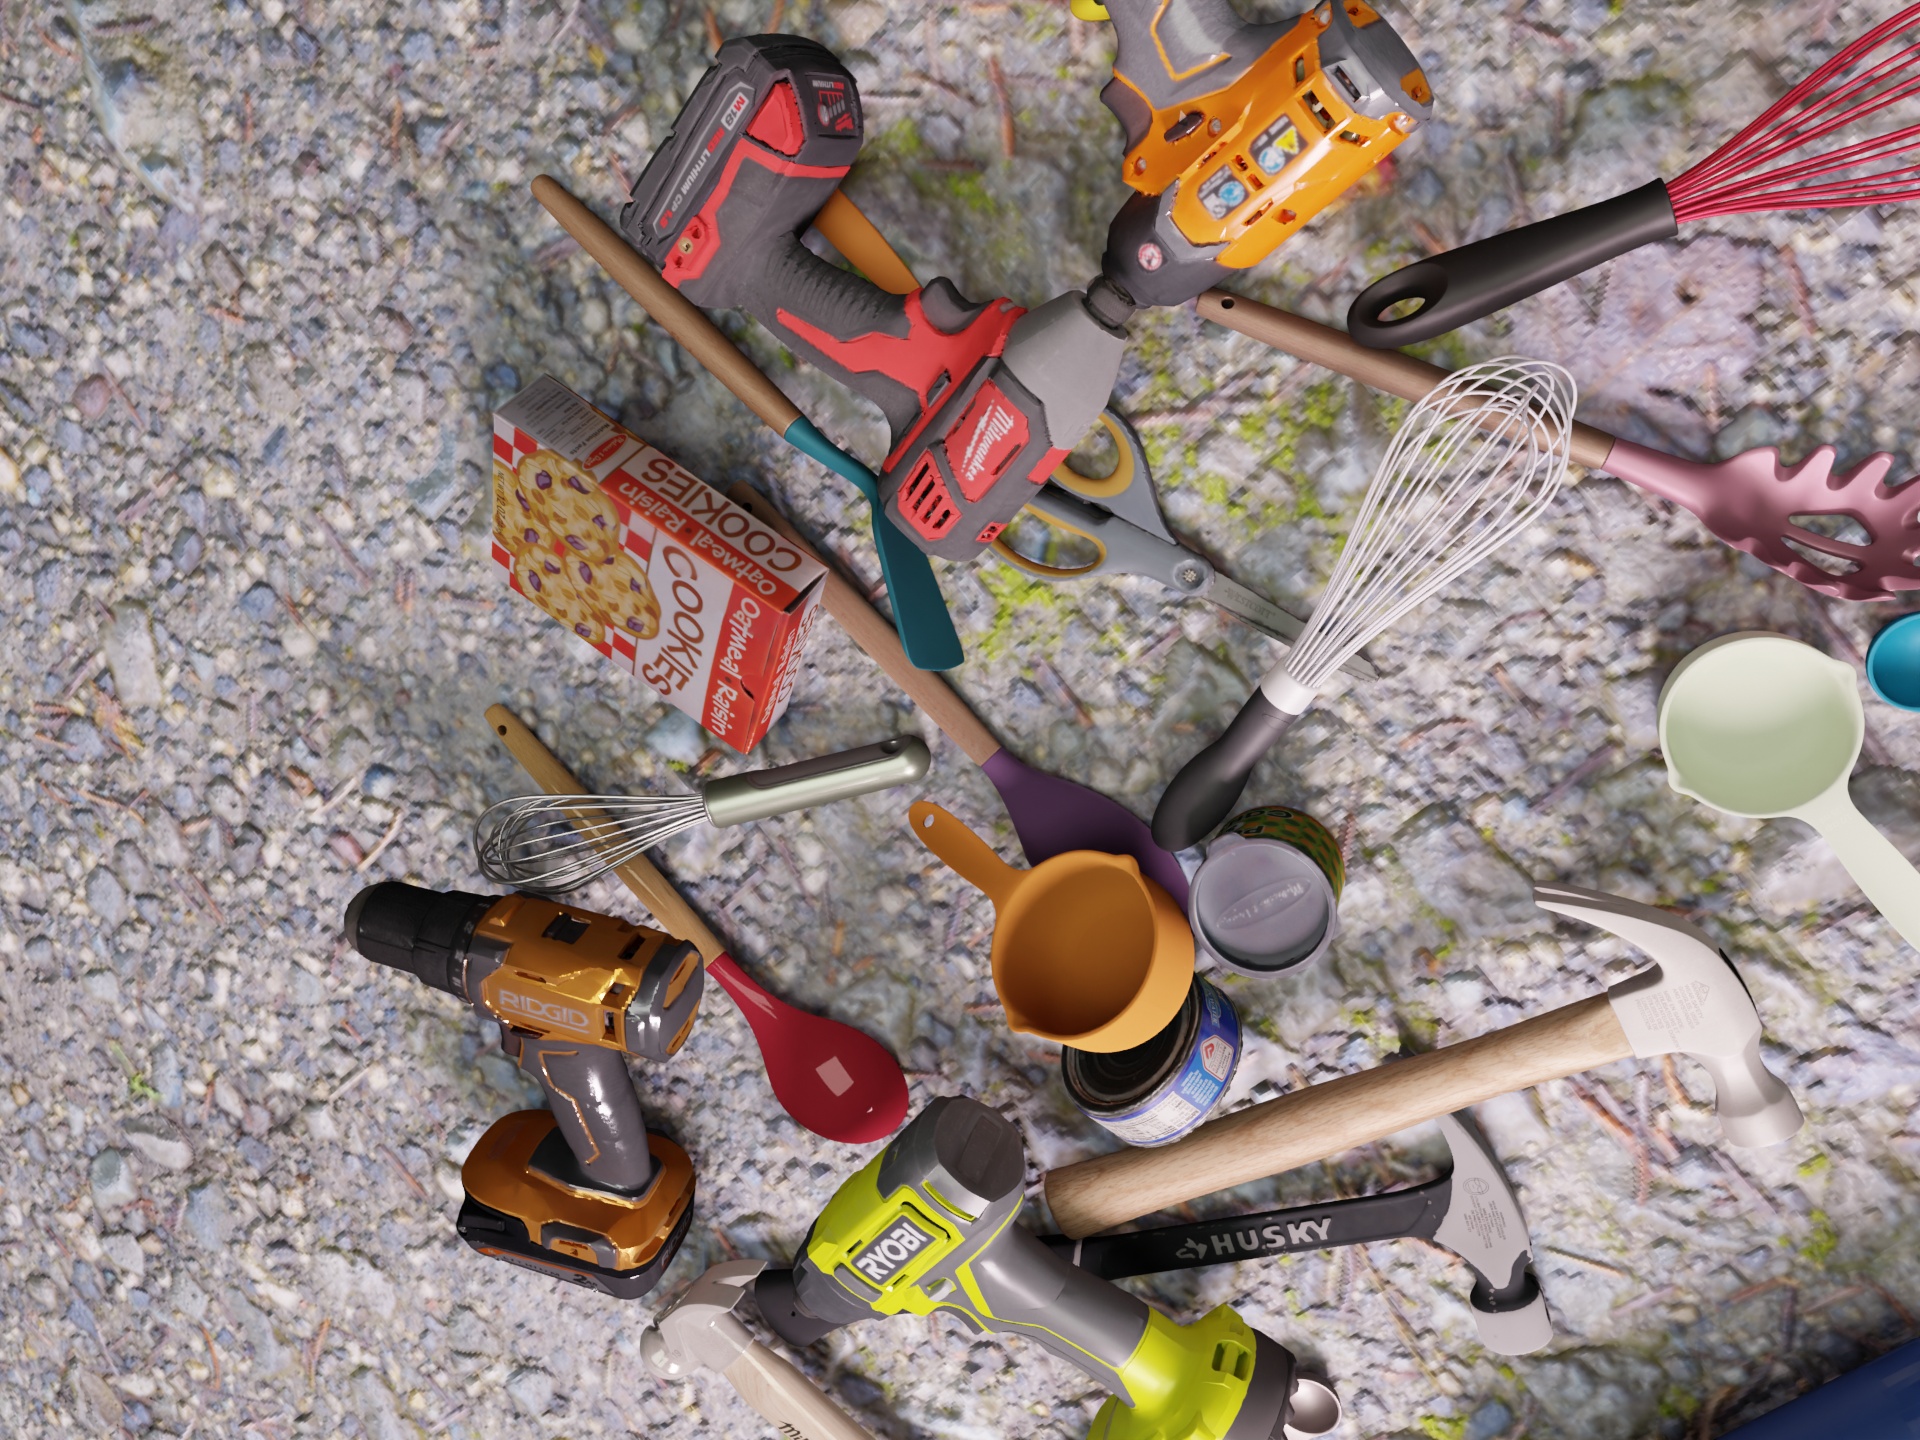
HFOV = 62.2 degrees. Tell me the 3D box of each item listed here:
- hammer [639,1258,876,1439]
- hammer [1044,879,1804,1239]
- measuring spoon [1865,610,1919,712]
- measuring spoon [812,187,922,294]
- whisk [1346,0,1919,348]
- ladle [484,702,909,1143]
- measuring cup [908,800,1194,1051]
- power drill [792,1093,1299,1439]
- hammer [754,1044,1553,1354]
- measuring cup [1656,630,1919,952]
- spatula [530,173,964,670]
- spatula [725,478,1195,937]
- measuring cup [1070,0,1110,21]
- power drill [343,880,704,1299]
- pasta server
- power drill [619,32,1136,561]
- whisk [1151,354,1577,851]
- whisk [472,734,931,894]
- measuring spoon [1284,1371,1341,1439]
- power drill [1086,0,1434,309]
[{"bbox_3d":[0.004,0.445,0.854,0.410,0.038,0.146,41,139,1],"label":"hammer"},{"bbox_3d":[0.185,0.172,0.721,0.331,0.031,0.130,-25,90,22],"label":"hammer"},{"bbox_3d":[0.417,0.007,0.656,0.042,0.021,0.128,-35,100,21],"label":"measuring spoon"},{"bbox_3d":[-0.045,-0.221,0.746,0.117,0.011,0.021,47,111,3],"label":"measuring spoon"},{"bbox_3d":[0.294,-0.207,0.614,0.296,0.073,0.073,-18,97,23],"label":"whisk"},{"bbox_3d":[-0.147,0.108,0.851,0.315,0.031,0.069,47,109,4],"label":"ladle"},{"bbox_3d":[0.039,0.090,0.760,0.174,0.052,0.095,37,94,43],"label":"measuring cup"},{"bbox_3d":[0.032,0.292,0.762,0.223,0.080,0.171,37,127,-2],"label":"power drill"},{"bbox_3d":[0.075,0.271,0.814,0.409,0.036,0.149,-15,97,21],"label":"hammer"},{"bbox_3d":[0.361,0.034,0.666,0.083,0.038,0.167,-40,91,22],"label":"measuring cup"},{"bbox_3d":[-0.105,-0.149,0.763,0.317,0.082,0.044,45,105,10],"label":"spatula"},{"bbox_3d":[-0.001,-0.002,0.781,0.316,0.018,0.059,46,108,1],"label":"spatula"},{"bbox_3d":[0.116,-0.326,0.661,0.156,0.029,0.062,-13,99,21],"label":"measuring cup"},{"bbox_3d":[-0.226,0.185,0.833,0.185,0.084,0.226,13,123,12],"label":"power drill"},{"bbox_3d":[0.246,-0.125,0.664,0.316,0.040,0.060,25,83,12],"label":"pasta server"},{"bbox_3d":[-0.031,-0.191,0.703,0.220,0.078,0.143,46,120,4],"label":"power drill"},{"bbox_3d":[0.160,-0.038,0.683,0.070,0.070,0.284,38,124,6],"label":"whisk"},{"bbox_3d":[-0.133,0.044,0.808,0.246,0.058,0.059,-13,118,9],"label":"whisk"},{"bbox_3d":[0.166,0.383,0.825,0.034,0.018,0.124,21,115,12],"label":"measuring spoon"},{"bbox_3d":[0.061,-0.284,0.654,0.226,0.084,0.164,50,129,-5],"label":"power drill"}]
